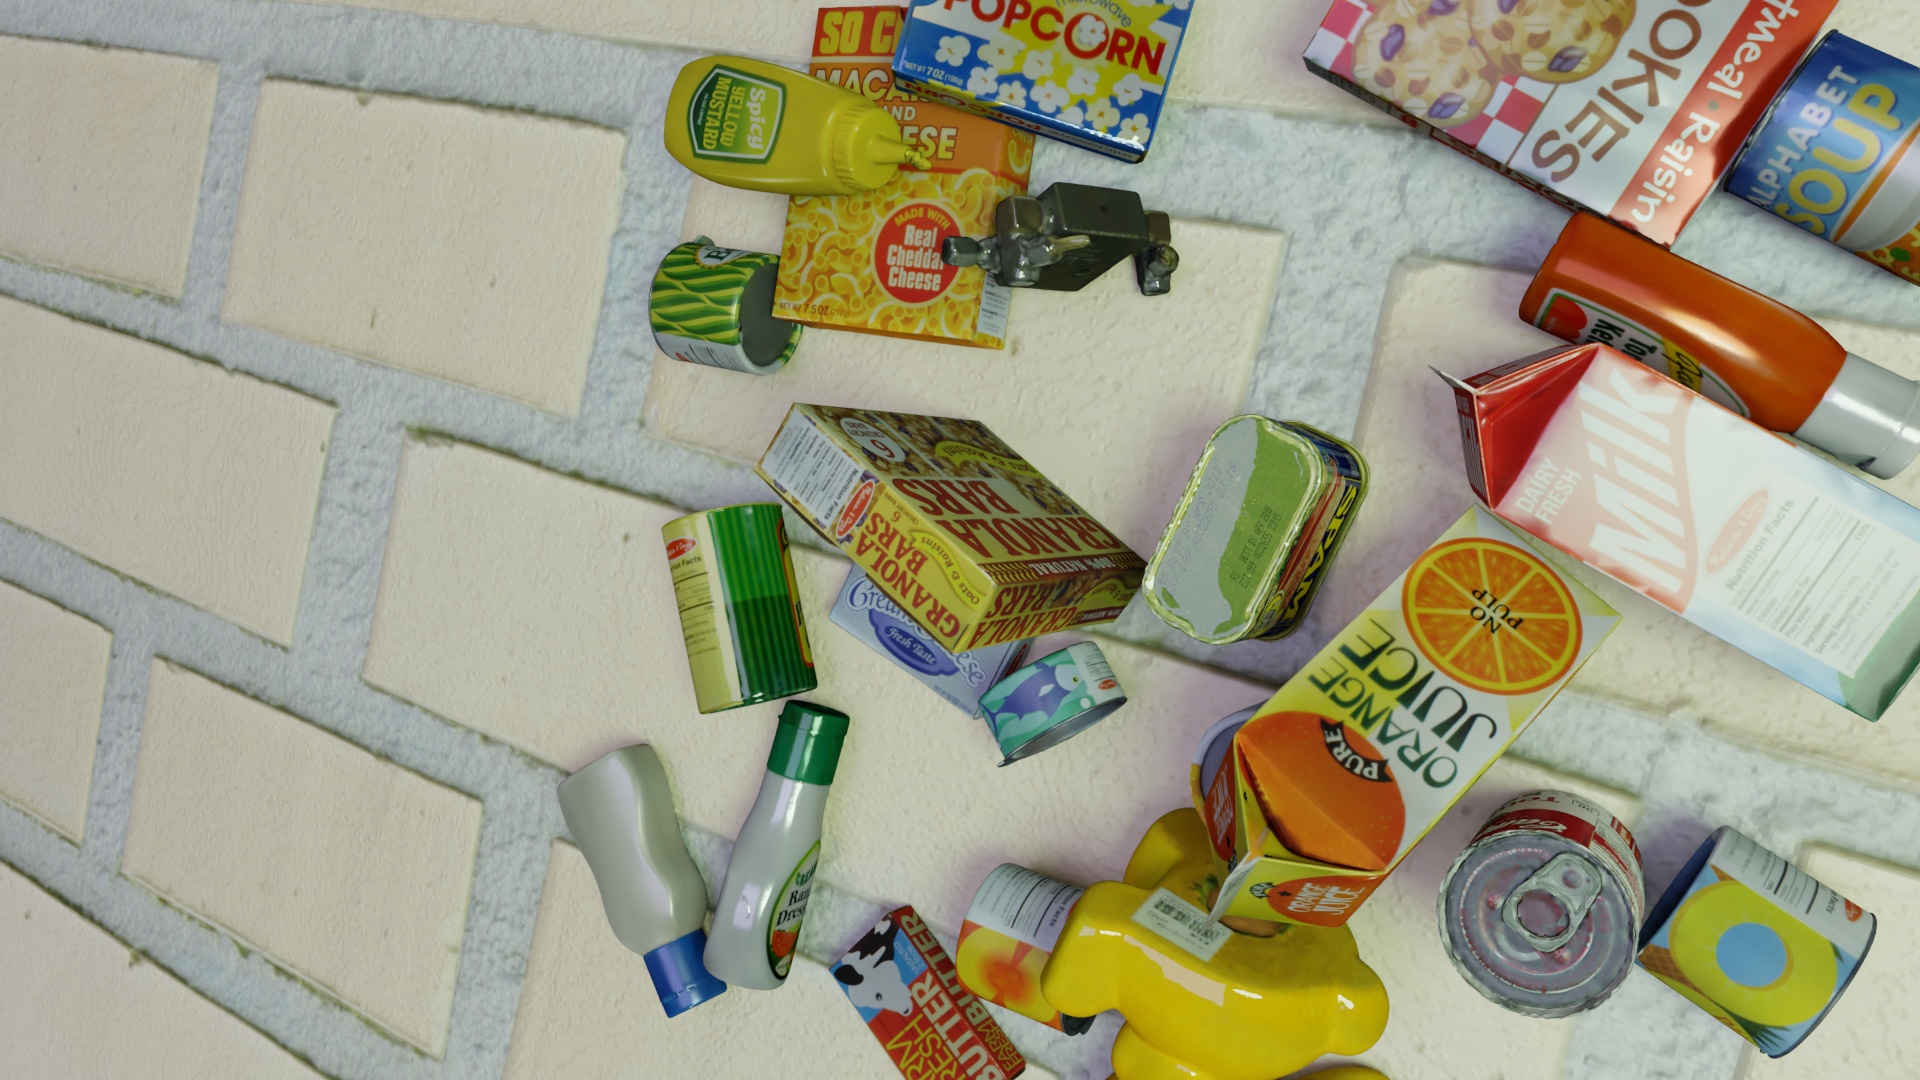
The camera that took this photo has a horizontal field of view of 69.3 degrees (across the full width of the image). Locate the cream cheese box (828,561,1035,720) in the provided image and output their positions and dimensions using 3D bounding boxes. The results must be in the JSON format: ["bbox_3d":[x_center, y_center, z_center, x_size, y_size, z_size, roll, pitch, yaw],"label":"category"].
[{"bbox_3d":[-0.016,0.043,0.719,0.104,0.024,0.053,32,103,24],"label":"cream cheese box"}]

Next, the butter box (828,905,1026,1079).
[{"bbox_3d":[-0.018,0.246,0.716,0.053,0.024,0.104,-47,69,19],"label":"butter box"}]

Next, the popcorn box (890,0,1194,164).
[{"bbox_3d":[0.040,-0.238,0.655,0.127,0.038,0.085,17,94,-3],"label":"popcorn box"}]

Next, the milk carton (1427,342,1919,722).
[{"bbox_3d":[0.264,-0.018,0.524,0.191,0.072,0.073,31,104,9],"label":"milk carton"}]

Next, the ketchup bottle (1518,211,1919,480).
[{"bbox_3d":[0.297,-0.075,0.540,0.149,0.064,0.043,31,89,17],"label":"ketchup bottle"}]

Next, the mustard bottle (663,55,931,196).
[{"bbox_3d":[-0.079,-0.204,0.695,0.160,0.049,0.065,19,100,33],"label":"mustard bottle"}]

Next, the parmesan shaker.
[{"bbox_3d":[-0.120,0.037,0.752,0.071,0.071,0.103,-16,83,26],"label":"parmesan shaker"}]

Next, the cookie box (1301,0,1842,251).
[{"bbox_3d":[0.244,-0.209,0.558,0.167,0.040,0.122,32,106,9],"label":"cookie box"}]

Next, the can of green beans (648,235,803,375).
[{"bbox_3d":[-0.126,-0.126,0.756,0.058,0.071,0.071,13,95,27],"label":"can of green beans"}]

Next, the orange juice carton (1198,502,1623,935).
[{"bbox_3d":[0.161,0.079,0.540,0.193,0.071,0.073,-38,67,-22],"label":"orange juice carton"}]

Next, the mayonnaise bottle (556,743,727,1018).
[{"bbox_3d":[-0.178,0.194,0.792,0.064,0.041,0.148,-32,76,25],"label":"mayonnaise bottle"}]

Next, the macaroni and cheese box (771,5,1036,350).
[{"bbox_3d":[-0.026,-0.189,0.720,0.124,0.040,0.166,10,94,27],"label":"macaroni and cheese box"}]

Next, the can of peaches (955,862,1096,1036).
[{"bbox_3d":[0.038,0.196,0.665,0.058,0.071,0.071,14,96,27],"label":"can of peaches"}]

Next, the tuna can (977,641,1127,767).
[{"bbox_3d":[0.041,0.078,0.665,0.071,0.071,0.033,-34,73,23],"label":"tuna can"}]

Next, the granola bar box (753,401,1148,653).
[{"bbox_3d":[0.002,-0.008,0.631,0.124,0.166,0.039,42,110,22],"label":"granola bar box"}]

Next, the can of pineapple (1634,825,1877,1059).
[{"bbox_3d":[0.299,0.153,0.530,0.058,0.071,0.071,35,105,24],"label":"can of pineapple"}]

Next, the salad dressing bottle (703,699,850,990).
[{"bbox_3d":[-0.096,0.160,0.740,0.044,0.064,0.147,15,88,16],"label":"salad dressing bottle"}]

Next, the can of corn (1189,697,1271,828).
[{"bbox_3d":[0.143,0.106,0.616,0.071,0.058,0.071,0,89,28],"label":"can of corn"}]

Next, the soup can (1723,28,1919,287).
[{"bbox_3d":[0.340,-0.139,0.511,0.084,0.071,0.071,38,106,23],"label":"soup can"}]
